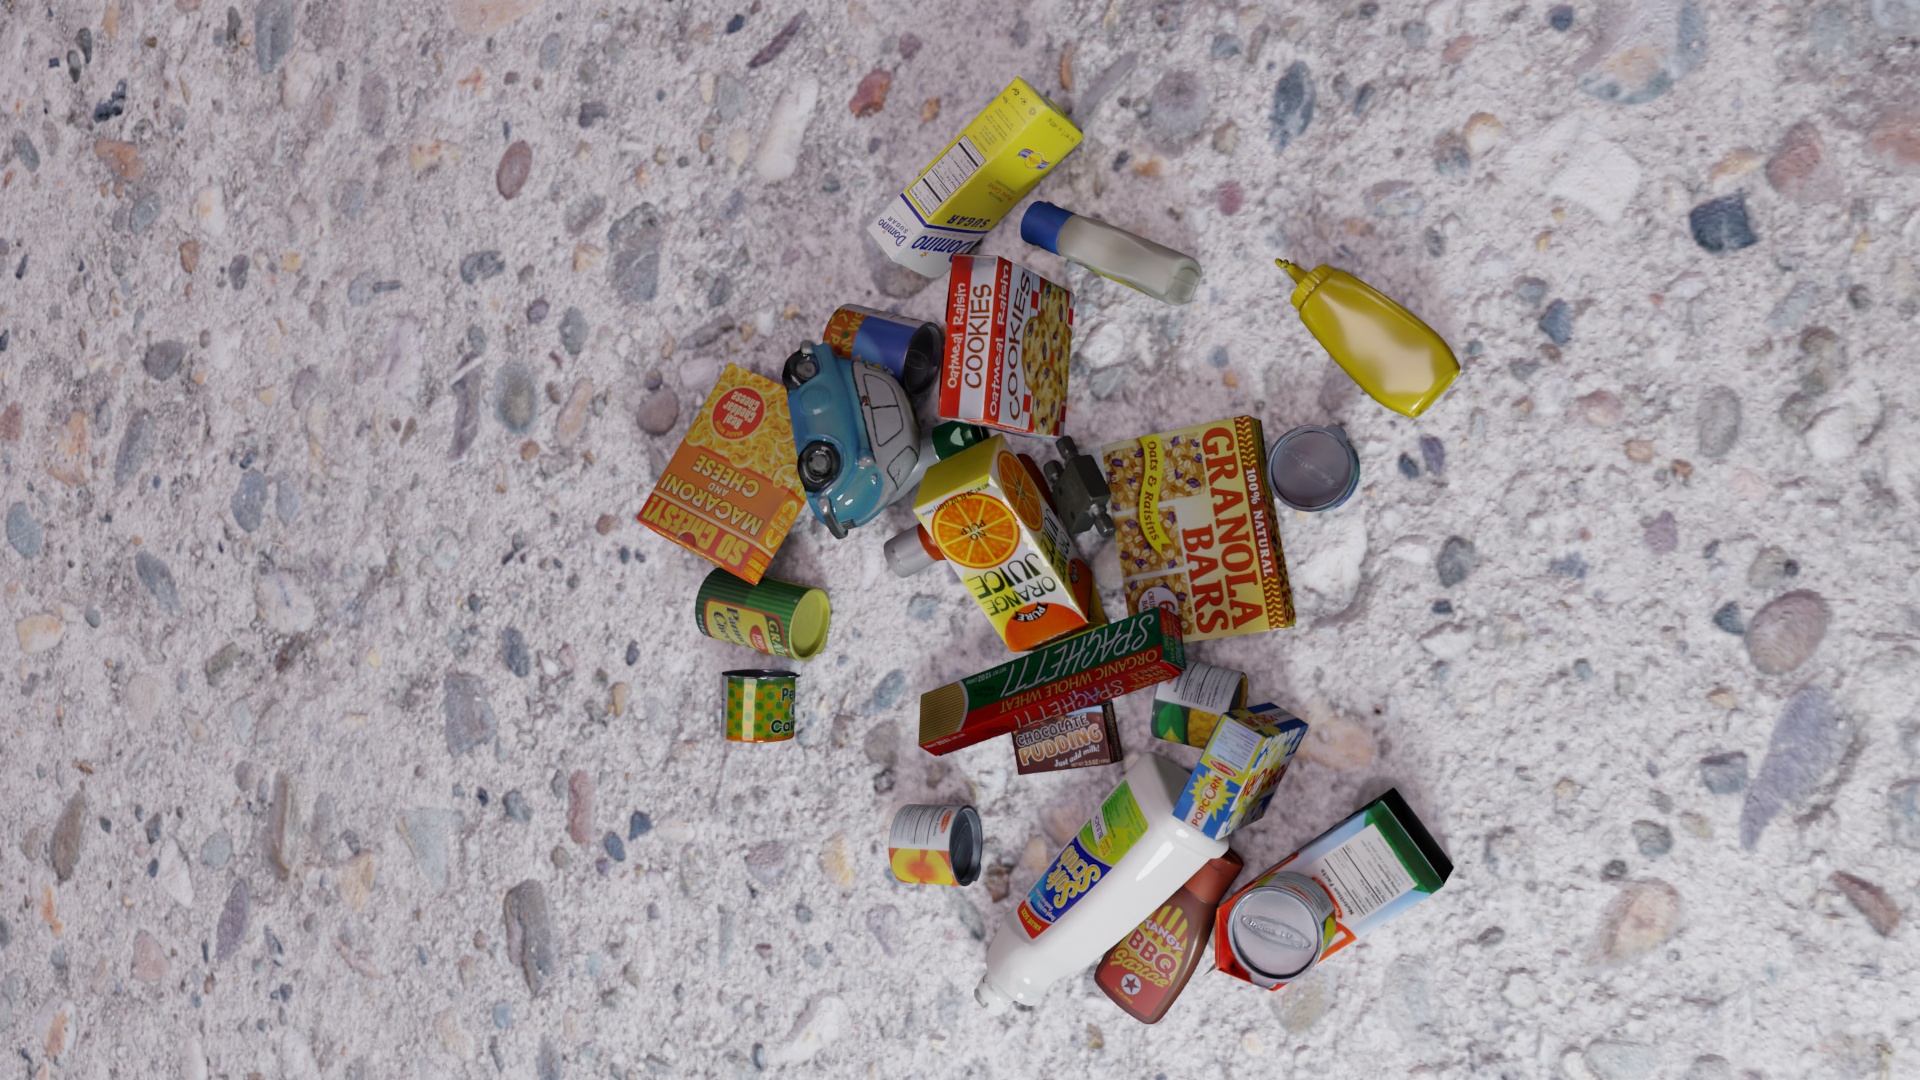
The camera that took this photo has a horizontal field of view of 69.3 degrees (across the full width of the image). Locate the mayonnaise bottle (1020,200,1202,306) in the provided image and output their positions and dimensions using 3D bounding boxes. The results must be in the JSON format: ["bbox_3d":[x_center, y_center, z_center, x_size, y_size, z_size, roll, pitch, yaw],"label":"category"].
[{"bbox_3d":[0.118,-0.232,1.116,0.148,0.065,0.041,28,104,26],"label":"mayonnaise bottle"}]

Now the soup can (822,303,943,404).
[{"bbox_3d":[-0.068,-0.161,1.192,0.084,0.071,0.071,17,96,24],"label":"soup can"}]

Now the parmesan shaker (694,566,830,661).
[{"bbox_3d":[-0.176,0.067,1.237,0.103,0.071,0.071,11,94,25],"label":"parmesan shaker"}]

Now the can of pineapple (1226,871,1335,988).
[{"bbox_3d":[0.225,0.272,0.975,0.071,0.058,0.071,-1,87,25],"label":"can of pineapple"}]

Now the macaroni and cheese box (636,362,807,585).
[{"bbox_3d":[-0.194,-0.061,1.233,0.124,0.040,0.167,25,79,23],"label":"macaroni and cheese box"}]

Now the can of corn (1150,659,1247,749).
[{"bbox_3d":[0.185,0.129,1.074,0.058,0.071,0.071,12,94,23],"label":"can of corn"}]

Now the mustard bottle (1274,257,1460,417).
[{"bbox_3d":[0.297,-0.162,1.039,0.065,0.049,0.160,-48,71,16],"label":"mustard bottle"}]

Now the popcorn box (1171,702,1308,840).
[{"bbox_3d":[0.209,0.168,1.027,0.038,0.127,0.085,30,101,26],"label":"popcorn box"}]

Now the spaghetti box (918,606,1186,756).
[{"bbox_3d":[0.067,0.115,1.110,0.249,0.028,0.050,-24,49,34],"label":"spaghetti box"}]

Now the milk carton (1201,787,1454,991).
[{"bbox_3d":[0.262,0.269,1.032,0.190,0.072,0.073,-39,73,18],"label":"milk carton"}]

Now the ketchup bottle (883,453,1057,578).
[{"bbox_3d":[0.004,-0.015,1.169,0.148,0.043,0.065,-27,85,21],"label":"ketchup bottle"}]

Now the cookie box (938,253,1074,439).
[{"bbox_3d":[0.038,-0.148,1.089,0.040,0.167,0.123,5,91,25],"label":"cookie box"}]

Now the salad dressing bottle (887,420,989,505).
[{"bbox_3d":[-0.047,-0.069,1.193,0.147,0.044,0.064,-19,84,22],"label":"salad dressing bottle"}]

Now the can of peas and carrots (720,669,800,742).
[{"bbox_3d":[-0.177,0.146,1.235,0.071,0.071,0.058,2,91,24],"label":"can of peas and carrots"}]

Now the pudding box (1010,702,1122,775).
[{"bbox_3d":[0.086,0.162,1.136,0.083,0.030,0.049,-11,83,23],"label":"pudding box"}]

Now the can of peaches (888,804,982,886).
[{"bbox_3d":[-0.020,0.256,1.162,0.058,0.071,0.071,-3,88,24],"label":"can of peaches"}]

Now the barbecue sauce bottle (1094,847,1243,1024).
[{"bbox_3d":[0.168,0.302,1.088,0.065,0.044,0.148,36,103,24],"label":"barbecue sauce bottle"}]

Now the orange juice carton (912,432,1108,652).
[{"bbox_3d":[0.046,0.018,1.108,0.071,0.073,0.192,-25,114,22],"label":"orange juice carton"}]

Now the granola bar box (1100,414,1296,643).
[{"bbox_3d":[0.186,-0.005,1.090,0.124,0.039,0.165,-11,84,25],"label":"granola bar box"}]

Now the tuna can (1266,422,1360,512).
[{"bbox_3d":[0.270,-0.056,1.057,0.071,0.033,0.071,0,89,24],"label":"tuna can"}]
